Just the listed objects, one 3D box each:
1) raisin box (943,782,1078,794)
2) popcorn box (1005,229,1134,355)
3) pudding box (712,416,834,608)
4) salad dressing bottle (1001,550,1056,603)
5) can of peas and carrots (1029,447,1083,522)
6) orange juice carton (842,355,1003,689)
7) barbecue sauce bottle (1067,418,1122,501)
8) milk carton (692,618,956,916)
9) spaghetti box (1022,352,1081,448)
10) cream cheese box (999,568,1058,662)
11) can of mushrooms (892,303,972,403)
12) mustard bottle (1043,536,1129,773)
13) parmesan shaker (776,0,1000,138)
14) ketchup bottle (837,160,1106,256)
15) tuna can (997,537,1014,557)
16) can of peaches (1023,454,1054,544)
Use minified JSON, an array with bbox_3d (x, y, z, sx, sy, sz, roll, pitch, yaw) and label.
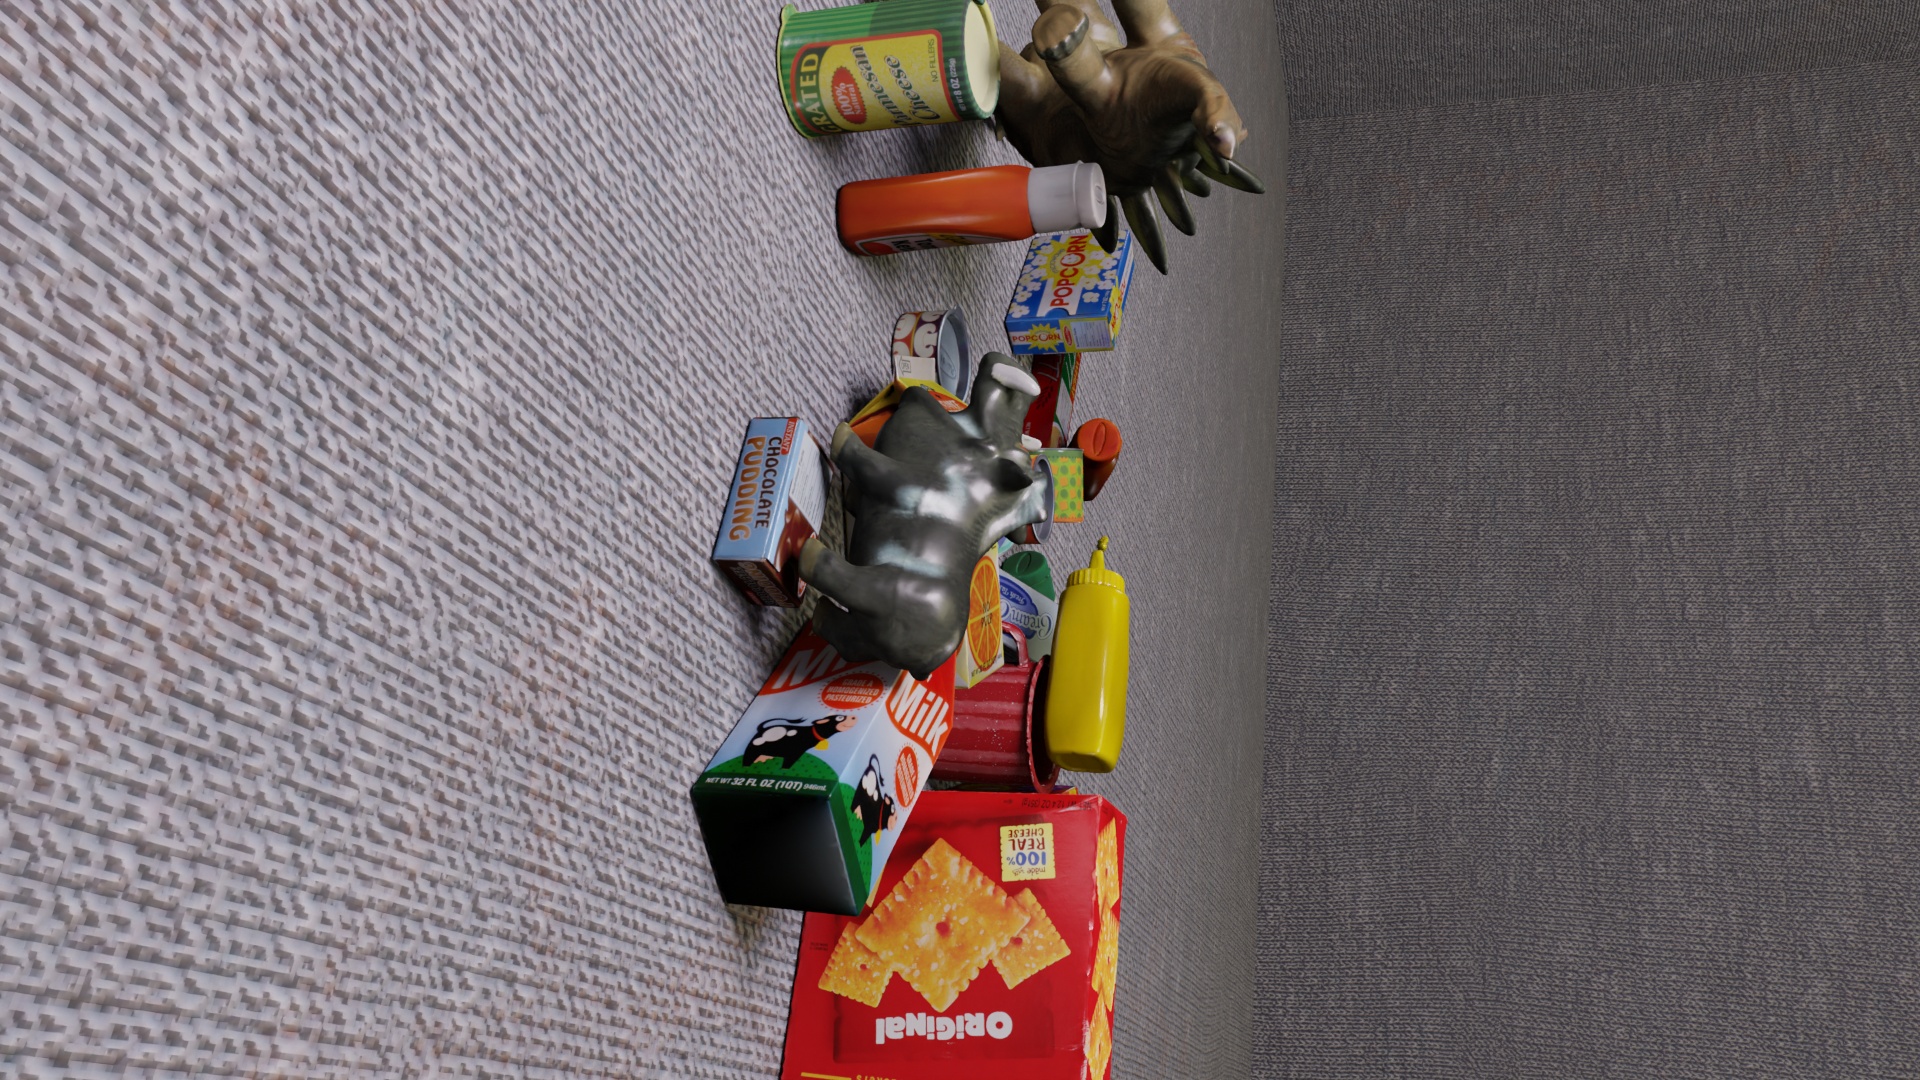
[{"bbox_3d":[0.025,0.191,0.940,0.123,0.086,0.040,7,82,-71],"label":"raisin box"},{"bbox_3d":[0.093,-0.207,1.151,0.127,0.085,0.038,-72,155,-43],"label":"popcorn box"},{"bbox_3d":[-0.091,-0.014,0.688,0.049,0.030,0.084,62,32,-56],"label":"pudding box"},{"bbox_3d":[0.066,0.077,1.130,0.064,0.044,0.147,-63,147,-50],"label":"salad dressing bottle"},{"bbox_3d":[0.062,-0.043,1.089,0.071,0.071,0.058,-5,95,-71],"label":"can of peas and carrots"},{"bbox_3d":[-0.022,-0.013,0.826,0.072,0.073,0.192,-19,107,-70],"label":"orange juice carton"},{"bbox_3d":[0.114,-0.074,1.206,0.148,0.044,0.065,90,12,-84],"label":"barbecue sauce bottle"},{"bbox_3d":[-0.058,0.098,0.717,0.191,0.072,0.073,-60,145,-56],"label":"milk carton"},{"bbox_3d":[0.084,-0.150,1.211,0.050,0.028,0.251,64,32,-54],"label":"spaghetti box"},{"bbox_3d":[0.025,0.050,0.974,0.103,0.024,0.053,32,57,-35],"label":"cream cheese box"},{"bbox_3d":[-0.018,-0.119,0.903,0.071,0.033,0.071,-2,91,-71],"label":"can of mushrooms"},{"bbox_3d":[0.086,0.071,0.922,0.065,0.049,0.161,57,36,-58],"label":"mustard bottle"},{"bbox_3d":[-0.038,-0.255,0.739,0.071,0.103,0.071,-2,91,-71],"label":"parmesan shaker"},{"bbox_3d":[0.008,-0.192,0.801,0.065,0.149,0.043,-15,103,-71],"label":"ketchup bottle"},{"bbox_3d":[0.003,-0.011,0.905,0.071,0.071,0.032,-56,141,-59],"label":"tuna can"},{"bbox_3d":[0.032,-0.029,1.010,0.071,0.058,0.071,-1,91,-71],"label":"can of peaches"}]
